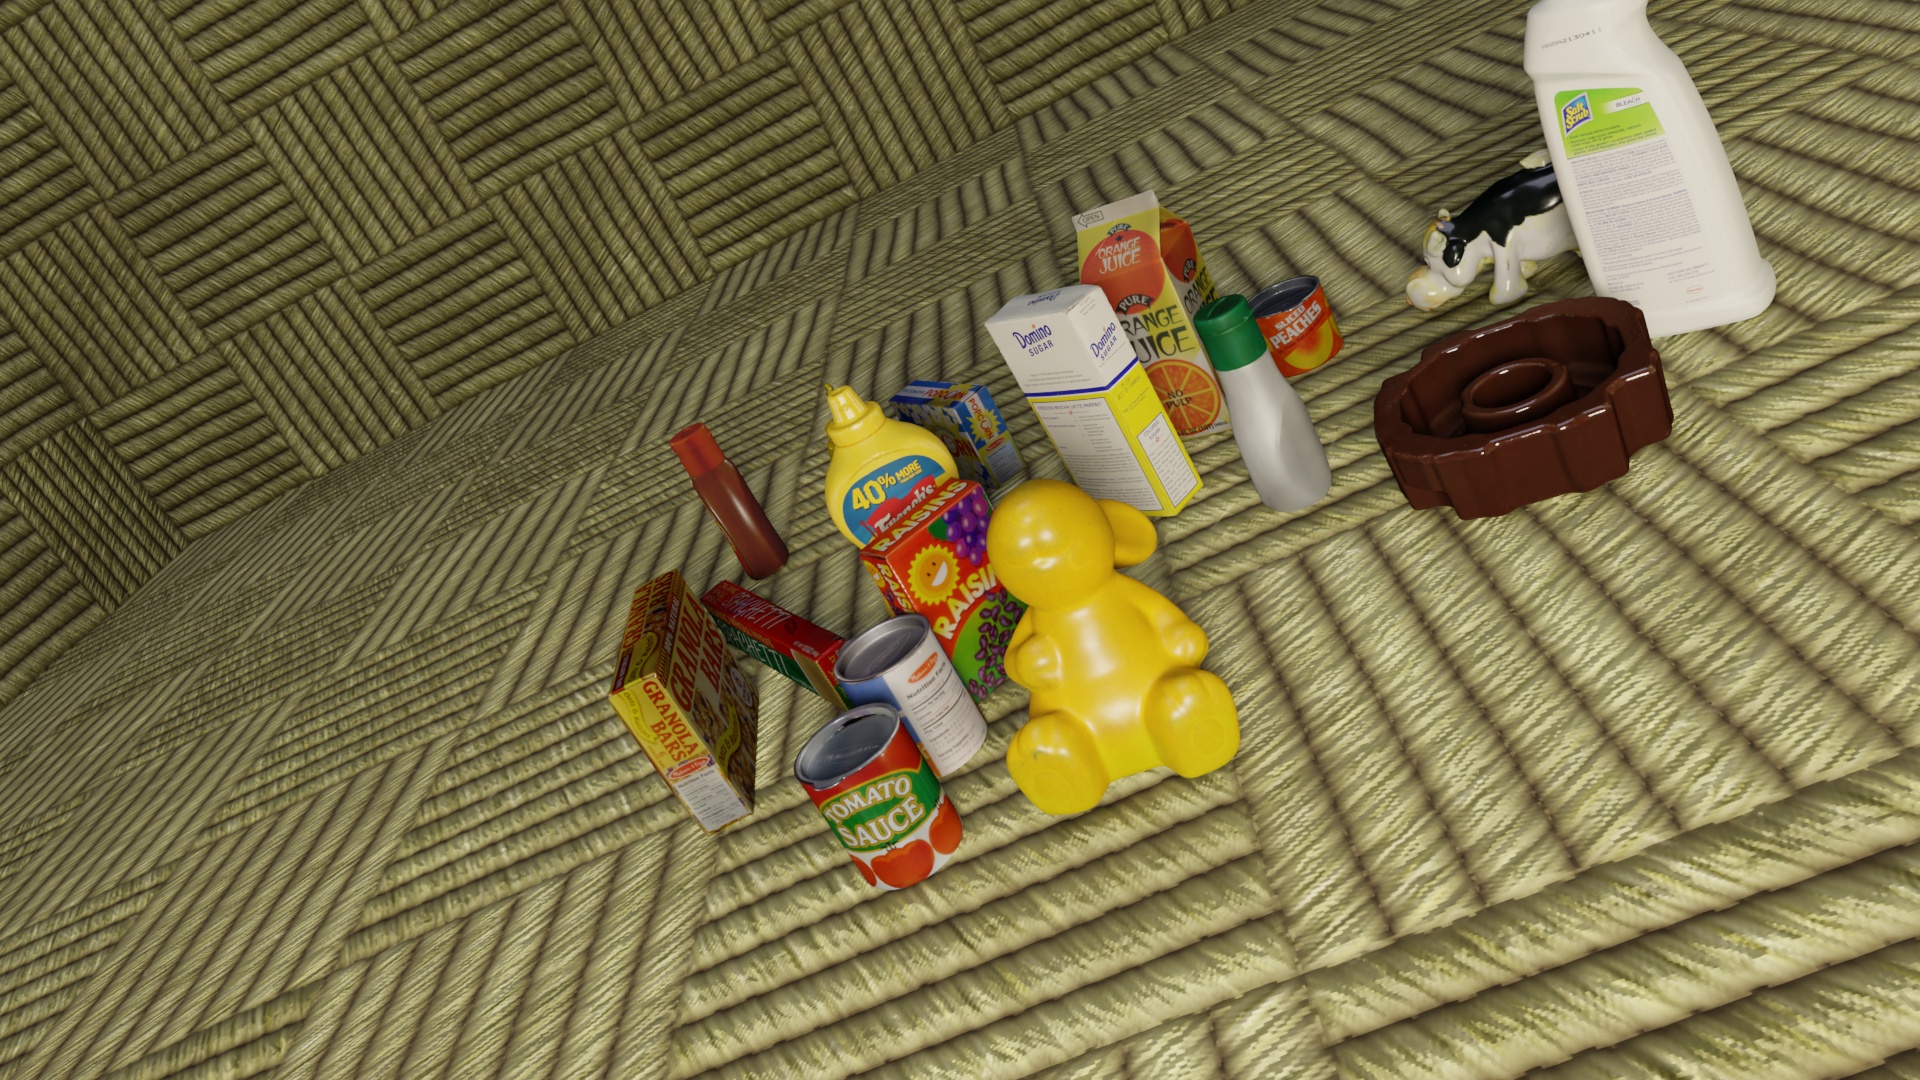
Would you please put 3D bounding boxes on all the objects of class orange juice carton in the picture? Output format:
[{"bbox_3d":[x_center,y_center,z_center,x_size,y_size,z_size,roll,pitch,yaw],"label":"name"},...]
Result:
[{"bbox_3d":[0.156,-0.177,1.081,0.071,0.192,0.073,-13,28,34],"label":"orange juice carton"}]

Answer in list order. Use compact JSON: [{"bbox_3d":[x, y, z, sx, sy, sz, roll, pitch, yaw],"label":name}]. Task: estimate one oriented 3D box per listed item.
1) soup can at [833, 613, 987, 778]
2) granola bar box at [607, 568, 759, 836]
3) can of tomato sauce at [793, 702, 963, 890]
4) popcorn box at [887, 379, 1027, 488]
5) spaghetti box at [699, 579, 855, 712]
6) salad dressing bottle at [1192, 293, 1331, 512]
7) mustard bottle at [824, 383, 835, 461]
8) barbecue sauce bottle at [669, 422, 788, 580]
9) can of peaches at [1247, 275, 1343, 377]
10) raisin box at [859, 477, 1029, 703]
[{"bbox_3d":[-0.032,0.098,0.864,0.071,0.083,0.071,-24,23,11],"label":"soup can"},{"bbox_3d":[-0.189,0.109,0.968,0.039,0.124,0.166,-27,23,5],"label":"granola bar box"},{"bbox_3d":[-0.045,0.145,0.781,0.071,0.083,0.071,-24,23,11],"label":"can of tomato sauce"},{"bbox_3d":[-0.004,-0.096,1.234,0.038,0.085,0.127,-38,24,-20],"label":"popcorn box"},{"bbox_3d":[-0.139,0.077,1.073,0.029,0.050,0.250,-37,24,-20],"label":"spaghetti box"},{"bbox_3d":[0.197,-0.089,0.911,0.044,0.147,0.064,-8,30,41],"label":"salad dressing bottle"},{"bbox_3d":[-0.072,-0.058,1.135,0.049,0.159,0.065,0,36,49],"label":"mustard bottle"},{"bbox_3d":[-0.211,-0.037,1.264,0.044,0.148,0.065,-30,23,-2],"label":"barbecue sauce bottle"},{"bbox_3d":[0.267,-0.171,1.114,0.071,0.058,0.071,-24,23,11],"label":"can of peaches"},{"bbox_3d":[0.000,0.033,0.910,0.086,0.123,0.040,-39,25,-23],"label":"raisin box"}]
